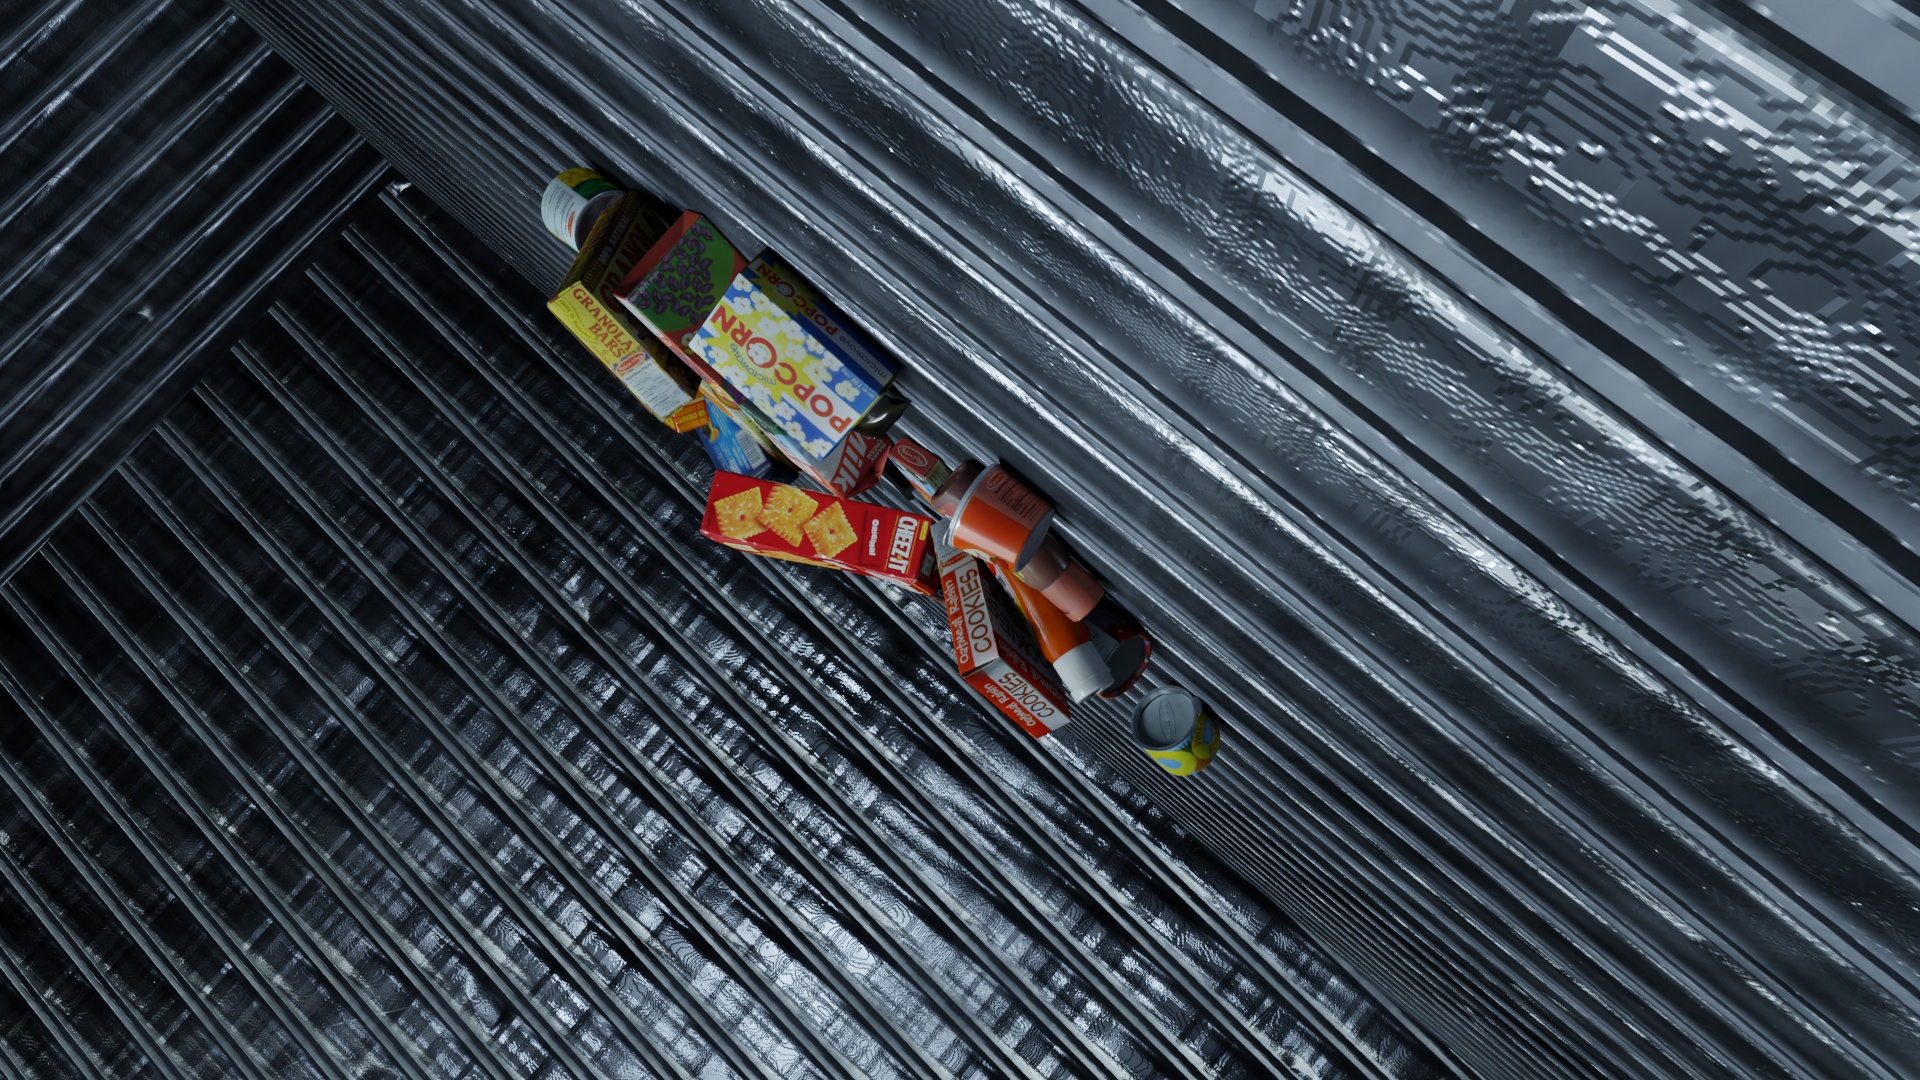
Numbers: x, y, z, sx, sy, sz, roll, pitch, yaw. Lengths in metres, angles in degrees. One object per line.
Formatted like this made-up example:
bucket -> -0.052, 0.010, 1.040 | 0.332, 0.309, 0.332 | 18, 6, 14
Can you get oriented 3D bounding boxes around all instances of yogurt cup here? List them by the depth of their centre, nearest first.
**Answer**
yogurt cup -> 0.030, -0.013, 0.981 | 0.054, 0.072, 0.072 | 31, 171, 13

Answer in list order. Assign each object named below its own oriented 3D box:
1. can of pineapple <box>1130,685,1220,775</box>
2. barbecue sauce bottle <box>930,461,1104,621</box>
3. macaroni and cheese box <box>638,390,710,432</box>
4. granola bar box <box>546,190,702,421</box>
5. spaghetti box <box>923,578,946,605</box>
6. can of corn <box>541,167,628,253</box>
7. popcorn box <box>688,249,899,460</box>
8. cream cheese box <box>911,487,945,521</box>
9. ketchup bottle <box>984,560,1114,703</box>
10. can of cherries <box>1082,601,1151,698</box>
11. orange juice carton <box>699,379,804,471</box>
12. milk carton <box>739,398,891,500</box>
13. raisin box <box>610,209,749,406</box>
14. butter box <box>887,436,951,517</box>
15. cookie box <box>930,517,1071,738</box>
can of pineapple -> 0.200, 0.176, 1.280 | 0.071, 0.071, 0.057 | 34, 171, 47
barbecue sauce bottle -> 0.046, 0.002, 1.078 | 0.148, 0.044, 0.065 | 41, 169, -8
macaroni and cheese box -> -0.315, -0.206, 1.428 | 0.124, 0.040, 0.165 | 33, 138, 52
granola bar box -> -0.248, -0.187, 1.097 | 0.124, 0.039, 0.166 | 48, -154, -28
spaghetti box -> 0.052, 0.083, 1.420 | 0.250, 0.029, 0.050 | 24, 175, 24
can of corn -> -0.308, -0.274, 1.172 | 0.058, 0.071, 0.071 | 37, 173, 34
popcorn box -> -0.116, -0.127, 0.965 | 0.126, 0.038, 0.085 | 42, 133, -7
cream cheese box -> 0.005, -0.016, 1.291 | 0.104, 0.024, 0.053 | 39, 175, 18
ketchup bottle -> 0.072, 0.060, 1.129 | 0.149, 0.043, 0.064 | 58, 178, 16
can of cherries -> 0.121, 0.091, 1.173 | 0.058, 0.071, 0.071 | 34, 171, 38
orange juice carton -> -0.190, -0.136, 1.389 | 0.192, 0.073, 0.072 | 44, 173, -34
milk carton -> -0.126, -0.101, 1.247 | 0.072, 0.073, 0.190 | 36, 173, 29
raisin box -> -0.186, -0.173, 1.042 | 0.123, 0.086, 0.040 | 45, 170, -34
butter box -> -0.018, -0.046, 1.212 | 0.053, 0.024, 0.103 | 34, 171, 40
cookie box -> 0.033, 0.070, 1.182 | 0.122, 0.040, 0.168 | 43, -155, -43
